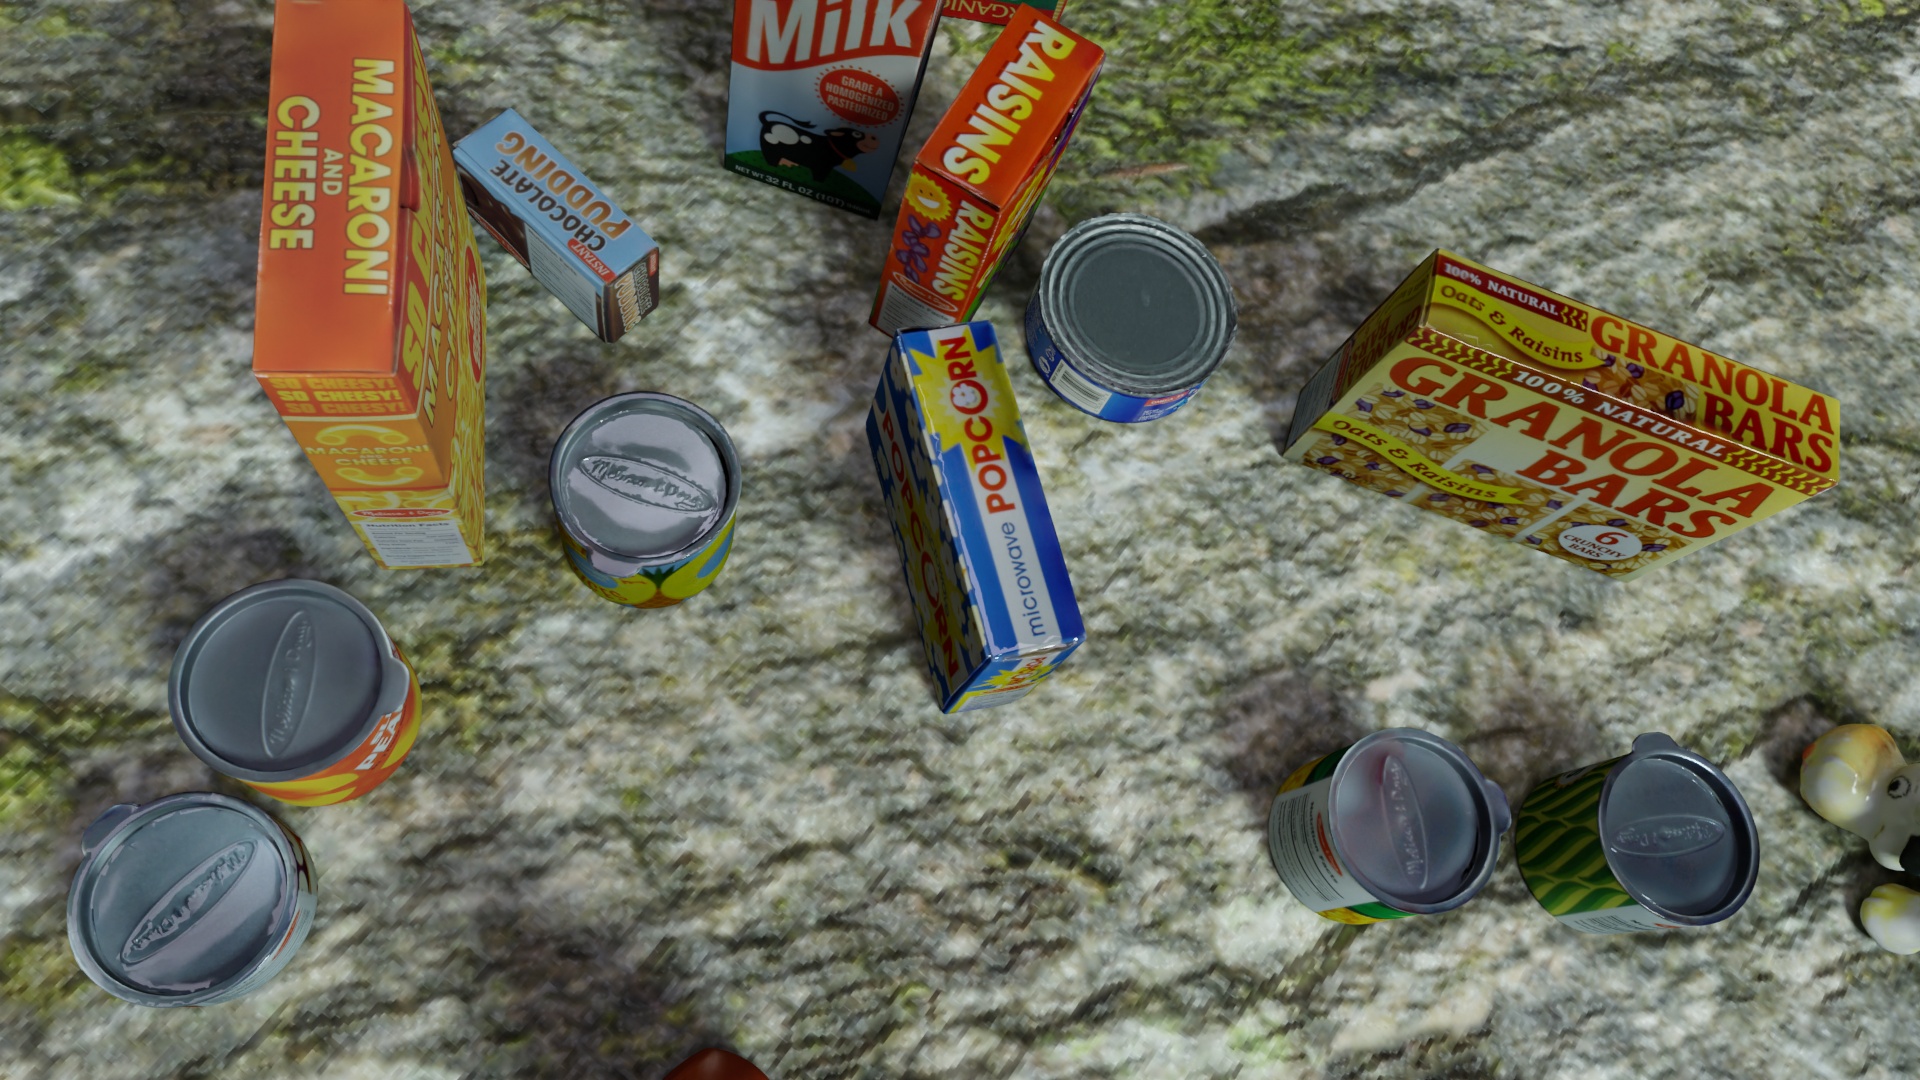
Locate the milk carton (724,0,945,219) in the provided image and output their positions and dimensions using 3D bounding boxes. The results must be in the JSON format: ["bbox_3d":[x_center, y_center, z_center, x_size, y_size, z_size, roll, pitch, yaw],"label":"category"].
[{"bbox_3d":[-0.042,-0.210,0.524,0.072,0.189,0.074,17,68,-5],"label":"milk carton"}]

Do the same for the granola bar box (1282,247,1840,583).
[{"bbox_3d":[0.232,-0.044,0.556,0.165,0.123,0.039,20,68,-4],"label":"granola bar box"}]

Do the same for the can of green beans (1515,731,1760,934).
[{"bbox_3d":[0.260,0.117,0.539,0.071,0.057,0.071,4,70,-10],"label":"can of green beans"}]

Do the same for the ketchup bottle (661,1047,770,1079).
[{"bbox_3d":[-0.077,0.180,0.398,0.043,0.148,0.065,31,68,0],"label":"ketchup bottle"}]

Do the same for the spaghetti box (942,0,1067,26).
[{"bbox_3d":[-0.072,-0.269,0.615,0.250,0.050,0.029,5,70,-10],"label":"spaghetti box"}]

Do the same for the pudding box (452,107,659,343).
[{"bbox_3d":[-0.157,-0.123,0.545,0.084,0.049,0.030,43,68,5],"label":"pudding box"}]

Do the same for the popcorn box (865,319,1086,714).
[{"bbox_3d":[0.002,-0.006,0.516,0.038,0.085,0.127,-11,73,-15],"label":"popcorn box"}]

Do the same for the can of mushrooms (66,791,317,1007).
[{"bbox_3d":[-0.248,0.115,0.449,0.071,0.033,0.071,4,70,-10],"label":"can of mushrooms"}]

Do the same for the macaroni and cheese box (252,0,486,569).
[{"bbox_3d":[-0.186,-0.074,0.458,0.040,0.166,0.124,-2,71,-12],"label":"macaroni and cheese box"}]

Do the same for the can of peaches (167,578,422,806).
[{"bbox_3d":[-0.217,0.053,0.465,0.071,0.058,0.071,4,70,-10],"label":"can of peaches"}]

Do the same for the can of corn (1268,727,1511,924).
[{"bbox_3d":[0.159,0.108,0.521,0.071,0.058,0.071,4,70,-10],"label":"can of corn"}]

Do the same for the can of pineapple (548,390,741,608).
[{"bbox_3d":[-0.116,-0.012,0.509,0.071,0.057,0.071,4,70,-10],"label":"can of pineapple"}]

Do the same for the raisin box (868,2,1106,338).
[{"bbox_3d":[0.007,-0.134,0.543,0.040,0.123,0.086,31,68,0],"label":"raisin box"}]
